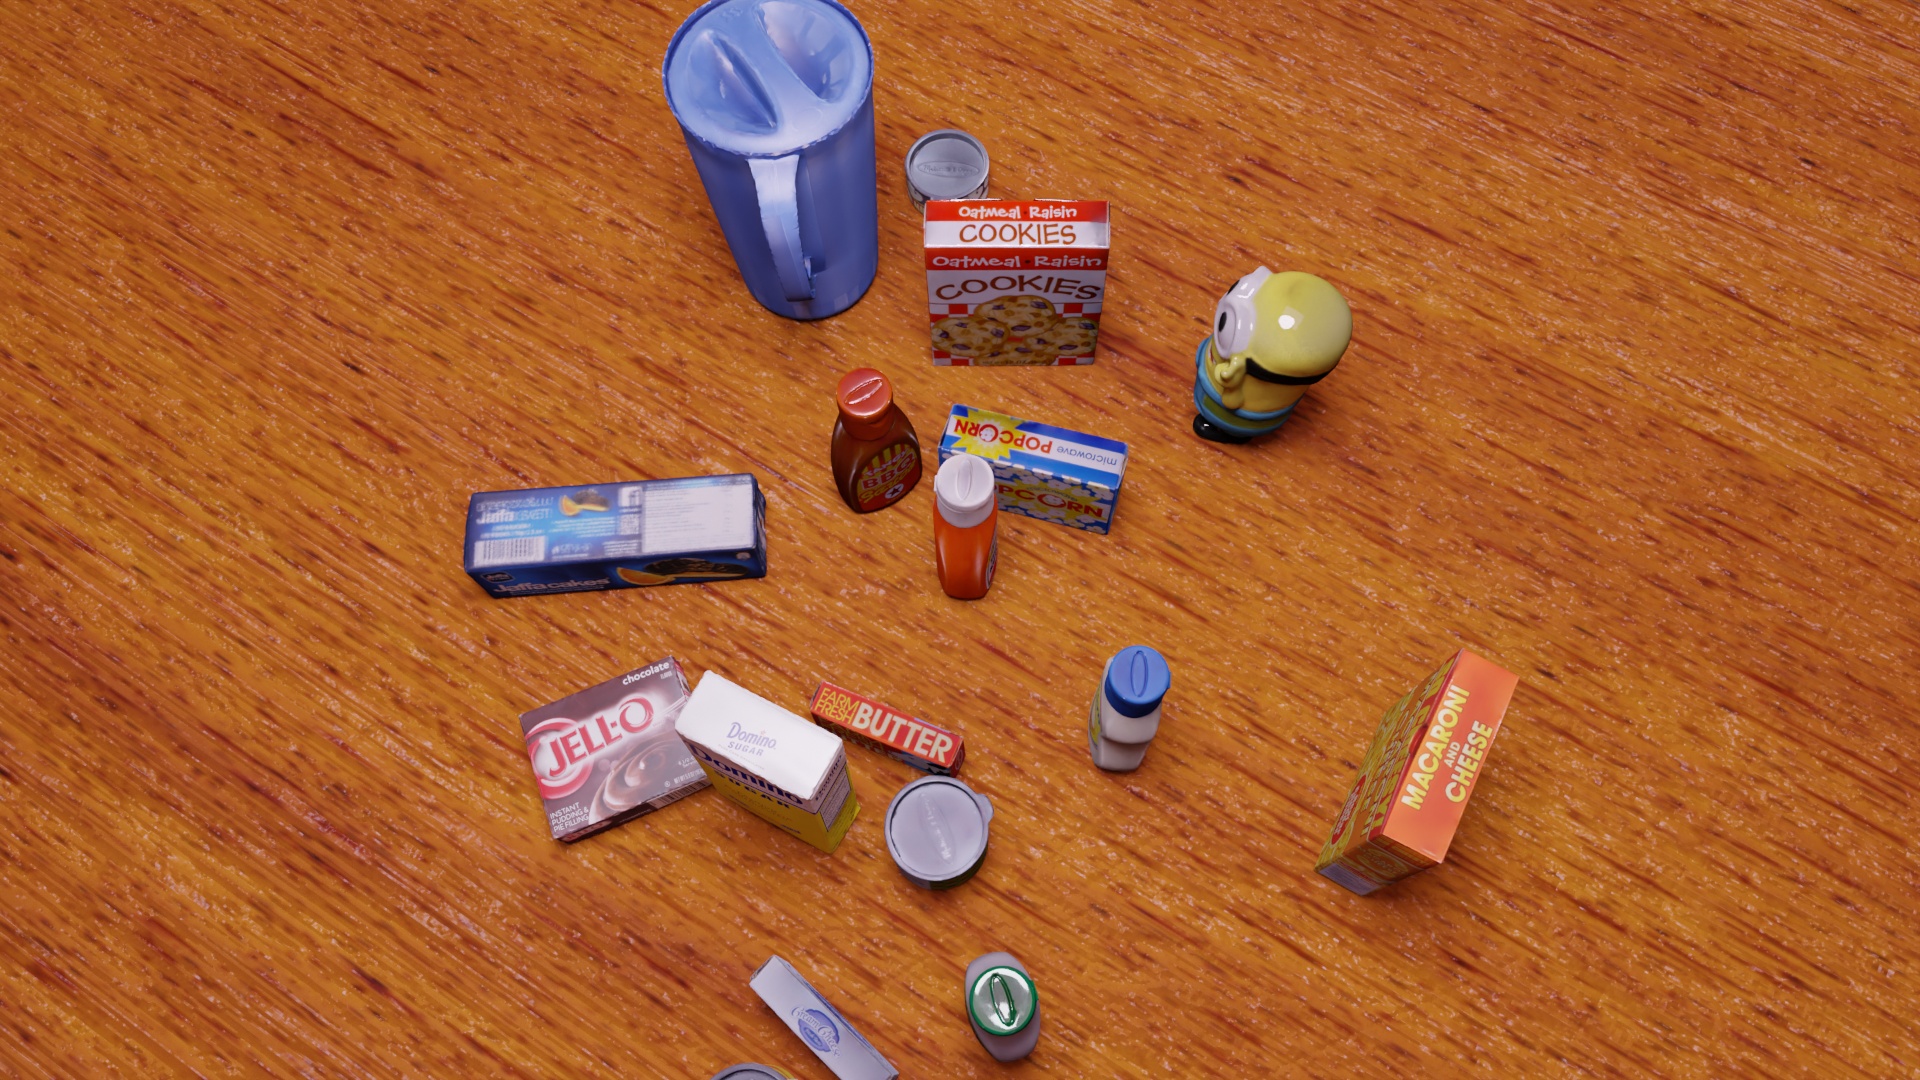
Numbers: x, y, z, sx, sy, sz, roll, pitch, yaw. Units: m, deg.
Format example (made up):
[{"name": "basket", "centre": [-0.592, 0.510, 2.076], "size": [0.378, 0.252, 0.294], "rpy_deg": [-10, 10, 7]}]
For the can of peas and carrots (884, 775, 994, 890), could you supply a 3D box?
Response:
[{"name": "can of peas and carrots", "centre": [-0.012, 0.189, 0.900], "size": [0.071, 0.058, 0.071], "rpy_deg": [0, 69, 1]}]

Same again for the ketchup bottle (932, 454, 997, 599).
[{"name": "ketchup bottle", "centre": [0.003, -0.012, 0.930], "size": [0.043, 0.148, 0.065], "rpy_deg": [3, 69, 2]}]

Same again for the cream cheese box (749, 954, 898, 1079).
[{"name": "cream cheese box", "centre": [-0.084, 0.303, 0.860], "size": [0.104, 0.053, 0.024], "rpy_deg": [40, 75, 15]}]

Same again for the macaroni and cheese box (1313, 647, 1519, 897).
[{"name": "macaroni and cheese box", "centre": [0.275, 0.147, 0.854], "size": [0.040, 0.166, 0.124], "rpy_deg": [27, 72, 11]}]

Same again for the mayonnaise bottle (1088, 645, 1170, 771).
[{"name": "mayonnaise bottle", "centre": [0.106, 0.103, 0.884], "size": [0.041, 0.147, 0.065], "rpy_deg": [3, 69, 3]}]

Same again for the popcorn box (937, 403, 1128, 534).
[{"name": "popcorn box", "centre": [0.051, -0.049, 0.978], "size": [0.127, 0.085, 0.038], "rpy_deg": [14, 70, 6]}]

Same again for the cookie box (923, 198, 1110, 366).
[{"name": "cookie box", "centre": [0.039, -0.180, 0.985], "size": [0.123, 0.167, 0.040], "rpy_deg": [0, 69, 1]}]

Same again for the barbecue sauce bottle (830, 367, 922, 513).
[{"name": "barbecue sauce bottle", "centre": [-0.061, -0.070, 0.954], "size": [0.065, 0.148, 0.044], "rpy_deg": [-32, 72, -10]}]

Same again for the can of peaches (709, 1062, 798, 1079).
[{"name": "can of peaches", "centre": [-0.128, 0.351, 0.840], "size": [0.071, 0.058, 0.071], "rpy_deg": [0, 69, 1]}]

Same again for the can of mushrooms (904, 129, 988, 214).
[{"name": "can of mushrooms", "centre": [-0.011, -0.287, 1.099], "size": [0.071, 0.033, 0.071], "rpy_deg": [0, 69, 1]}]

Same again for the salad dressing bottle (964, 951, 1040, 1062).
[{"name": "salad dressing bottle", "centre": [0.024, 0.273, 0.819], "size": [0.044, 0.147, 0.064], "rpy_deg": [-16, 70, -5]}]

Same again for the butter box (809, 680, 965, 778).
[{"name": "butter box", "centre": [-0.048, 0.128, 0.928], "size": [0.103, 0.053, 0.024], "rpy_deg": [21, 71, 9]}]
